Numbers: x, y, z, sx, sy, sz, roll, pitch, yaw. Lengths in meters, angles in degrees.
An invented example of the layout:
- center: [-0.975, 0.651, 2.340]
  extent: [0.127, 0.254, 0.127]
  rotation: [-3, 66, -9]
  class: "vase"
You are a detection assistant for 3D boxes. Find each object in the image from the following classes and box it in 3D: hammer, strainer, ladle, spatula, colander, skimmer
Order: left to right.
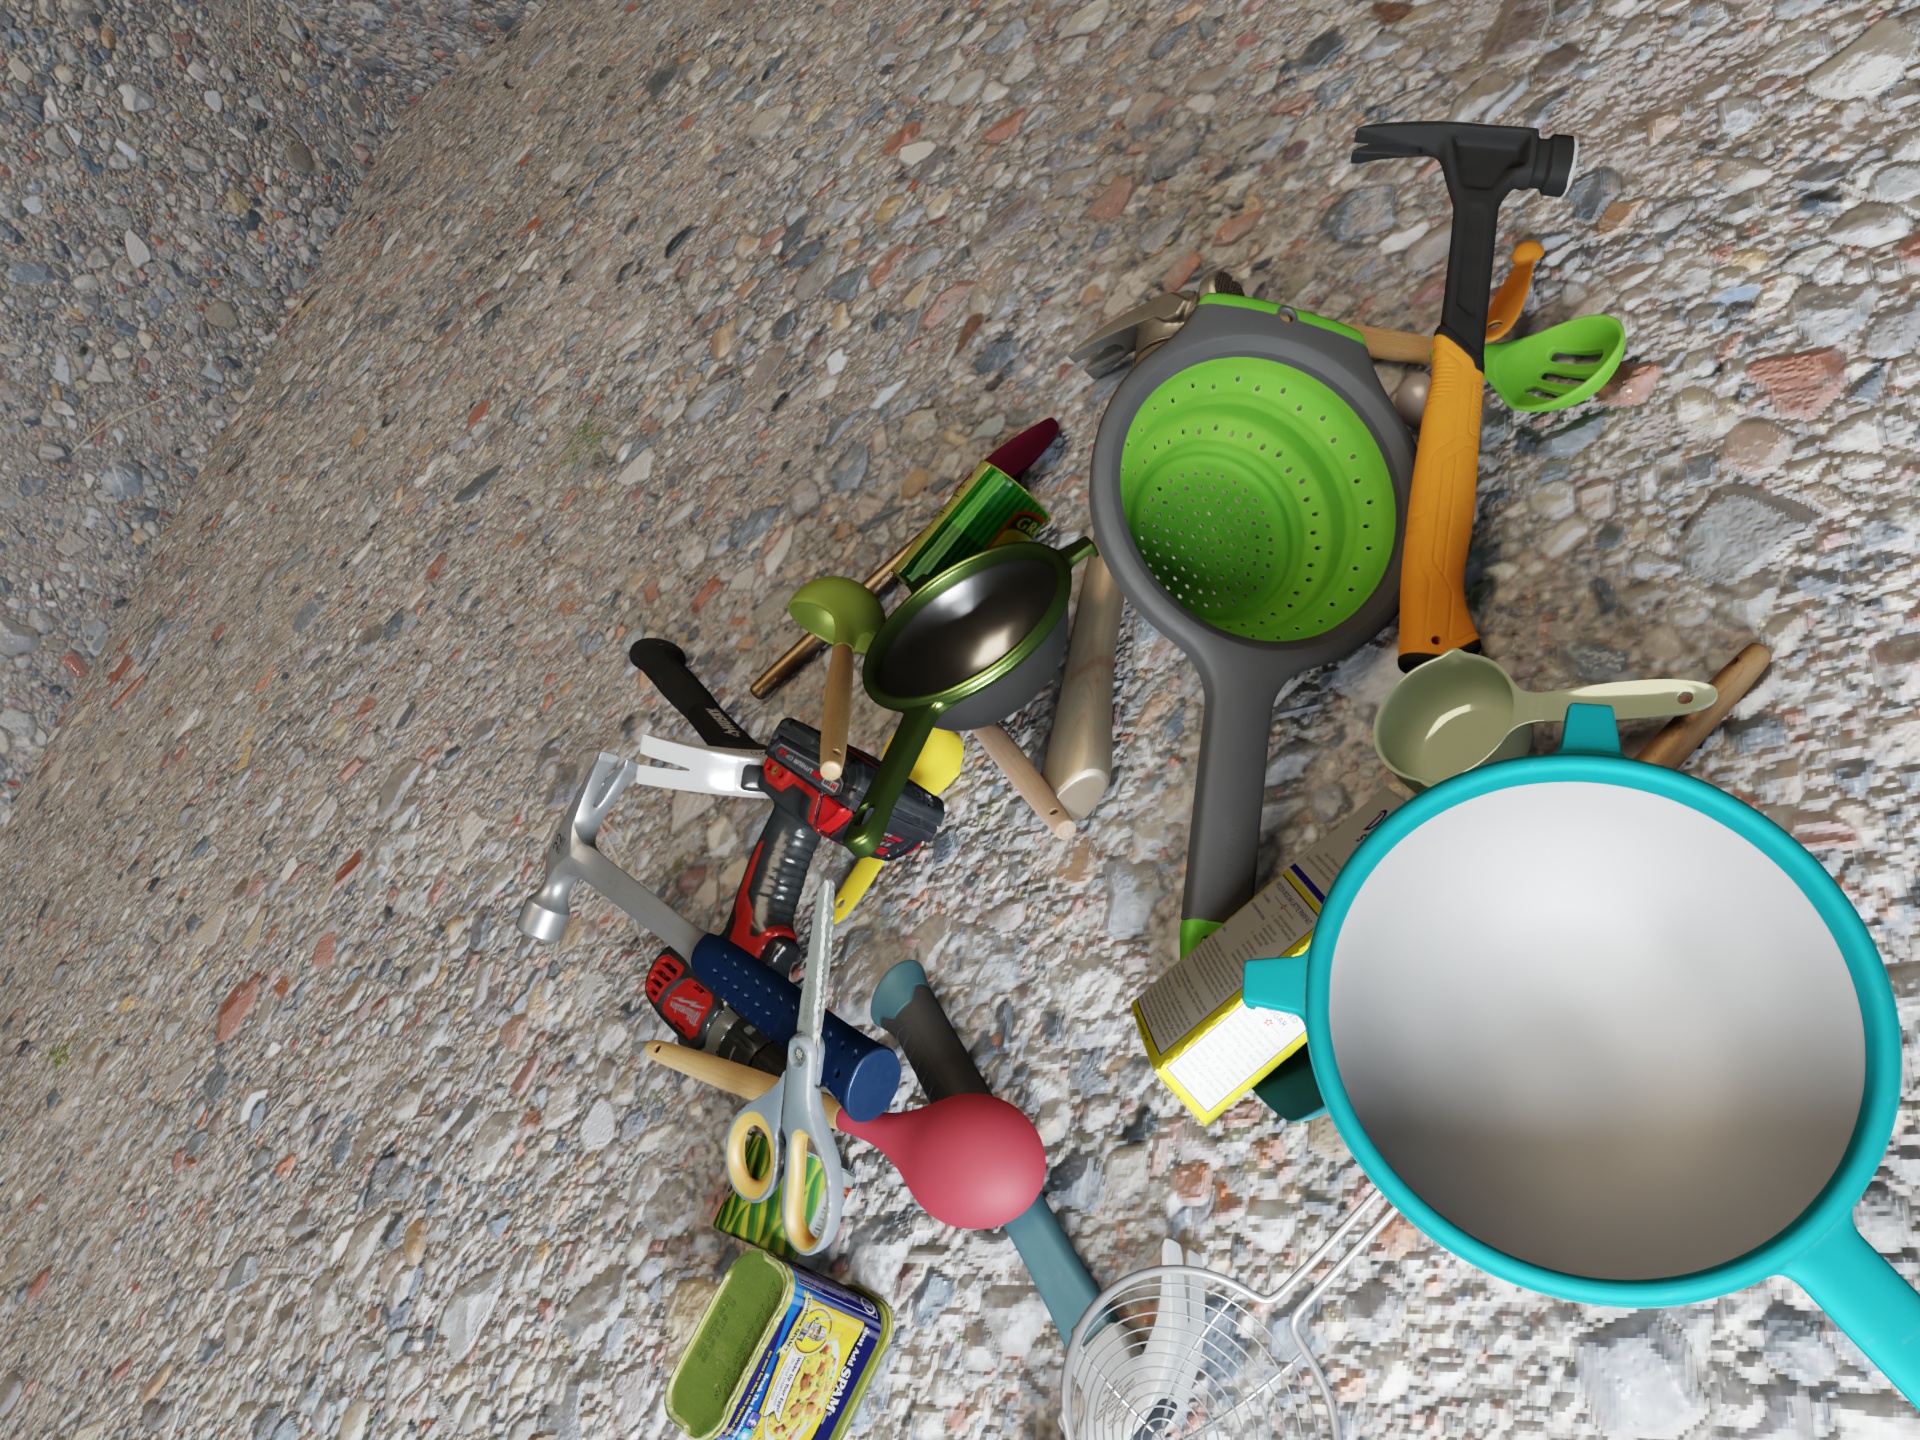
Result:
- center: [-0.205, -0.009, 1.220]
  extent: [0.335, 0.146, 0.035]
  rotation: [36, 119, 60]
  class: "hammer"
- center: [-0.164, 0.136, 0.997]
  extent: [0.406, 0.035, 0.144]
  rotation: [23, 90, 49]
  class: "hammer"
- center: [-0.082, 0.219, 0.905]
  extent: [0.315, 0.031, 0.069]
  rotation: [5, 63, 43]
  class: "ladle"
- center: [-0.086, -0.026, 1.072]
  extent: [0.062, 0.078, 0.320]
  rotation: [-58, 14, 20]
  class: "ladle"
- center: [-0.002, -0.003, 0.980]
  extent: [0.151, 0.069, 0.256]
  rotation: [-9, 41, 37]
  class: "strainer"
- center: [0.010, 0.000, 1.045]
  extent: [0.060, 0.018, 0.316]
  rotation: [-33, 31, -3]
  class: "spatula"
- center: [0.022, 0.244, 0.850]
  extent: [0.128, 0.033, 0.331]
  rotation: [-45, 38, 6]
  class: "hammer"
- center: [0.098, -0.120, 1.072]
  extent: [0.146, 0.038, 0.411]
  rotation: [-16, 50, 45]
  class: "hammer"
- center: [0.150, -0.042, 0.915]
  extent: [0.094, 0.204, 0.397]
  rotation: [140, 140, -72]
  class: "colander"
- center: [0.192, 0.200, 0.678]
  extent: [0.127, 0.090, 0.363]
  rotation: [43, 89, 17]
  class: "skimmer"
- center: [0.270, -0.186, 0.895]
  extent: [0.127, 0.034, 0.337]
  rotation: [7, 75, 8]
  class: "hammer"
- center: [0.264, 0.075, 0.749]
  extent: [0.317, 0.044, 0.082]
  rotation: [-47, 9, 0]
  class: "spatula"
- center: [0.282, 0.170, 0.607]
  extent: [0.211, 0.095, 0.341]
  rotation: [-37, 65, -7]
  class: "strainer"

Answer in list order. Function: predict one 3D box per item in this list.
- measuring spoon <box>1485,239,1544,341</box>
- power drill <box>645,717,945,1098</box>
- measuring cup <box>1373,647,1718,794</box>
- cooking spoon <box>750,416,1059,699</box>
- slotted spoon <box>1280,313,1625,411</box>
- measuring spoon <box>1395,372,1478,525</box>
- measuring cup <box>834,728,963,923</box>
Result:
- center: [0.332, -0.262, 0.961]
  extent: [0.021, 0.011, 0.117]
  rotation: [-3, 39, 37]
  class: "measuring spoon"
- center: [-0.101, 0.131, 1.015]
  extent: [0.188, 0.080, 0.227]
  rotation: [29, 92, 48]
  class: "power drill"
- center: [0.290, 0.003, 0.790]
  extent: [0.167, 0.038, 0.083]
  rotation: [-6, 55, 39]
  class: "measuring cup"
- center: [-0.045, -0.122, 1.230]
  extent: [0.319, 0.017, 0.069]
  rotation: [-41, 26, 11]
  class: "cooking spoon"
- center: [0.284, -0.237, 1.004]
  extent: [0.070, 0.031, 0.314]
  rotation: [-53, 37, -6]
  class: "slotted spoon"
- center: [0.279, -0.159, 0.938]
  extent: [0.018, 0.034, 0.124]
  rotation: [-3, 50, -6]
  class: "measuring spoon"
- center: [-0.053, 0.065, 1.072]
  extent: [0.062, 0.029, 0.156]
  rotation: [14, 67, 49]
  class: "measuring cup"
